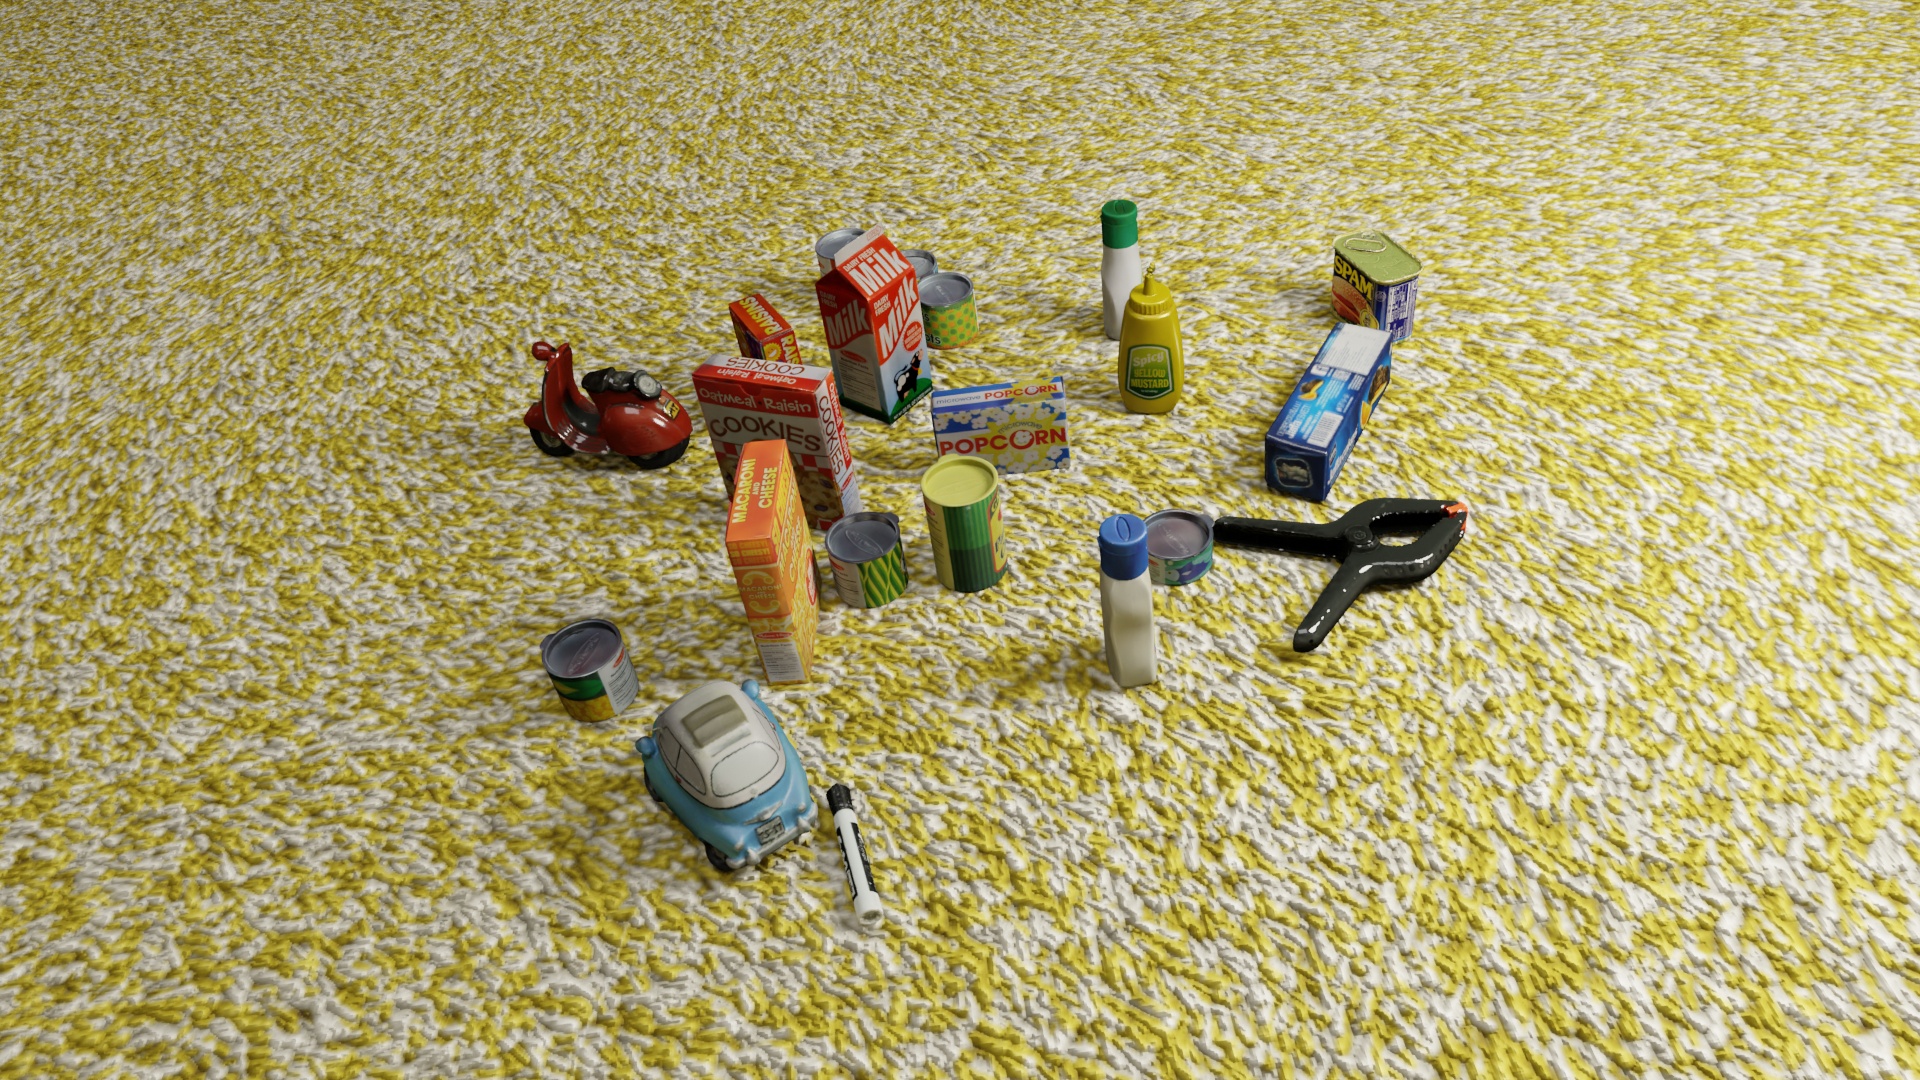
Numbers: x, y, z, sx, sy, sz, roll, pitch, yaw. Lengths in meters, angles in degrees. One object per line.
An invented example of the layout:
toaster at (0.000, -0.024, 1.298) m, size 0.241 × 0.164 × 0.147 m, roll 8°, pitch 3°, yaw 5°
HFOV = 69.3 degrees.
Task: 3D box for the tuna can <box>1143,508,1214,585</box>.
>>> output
tuna can at (0.188, 0.005, 1.206) m, size 0.071 × 0.032 × 0.071 m, roll -5°, pitch 42°, yaw 5°

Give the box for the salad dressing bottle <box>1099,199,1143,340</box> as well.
salad dressing bottle at (0.167, -0.279, 1.438) m, size 0.044 × 0.146 × 0.064 m, roll -7°, pitch 42°, yaw 3°

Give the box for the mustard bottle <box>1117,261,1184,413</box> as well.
mustard bottle at (0.182, -0.196, 1.334) m, size 0.065 × 0.159 × 0.049 m, roll 0°, pitch 43°, yaw 11°

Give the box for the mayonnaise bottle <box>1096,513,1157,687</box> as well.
mayonnaise bottle at (0.130, 0.045, 1.085) m, size 0.041 × 0.147 × 0.065 m, roll -9°, pitch 42°, yaw 1°

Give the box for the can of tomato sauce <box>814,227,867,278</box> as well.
can of tomato sauce at (-0.121, -0.298, 1.558) m, size 0.071 × 0.082 × 0.071 m, roll -5°, pitch 42°, yaw 5°

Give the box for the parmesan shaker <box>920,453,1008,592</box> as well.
parmesan shaker at (0.004, -0.015, 1.208) m, size 0.071 × 0.102 × 0.072 m, roll -5°, pitch 42°, yaw 5°

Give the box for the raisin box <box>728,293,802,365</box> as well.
raisin box at (-0.190, -0.176, 1.404) m, size 0.040 × 0.122 × 0.086 m, roll -25°, pitch 44°, yaw -17°

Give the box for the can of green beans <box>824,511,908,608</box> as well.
can of green beans at (-0.082, 0.017, 1.221) m, size 0.071 × 0.057 × 0.071 m, roll -5°, pitch 42°, yaw 5°

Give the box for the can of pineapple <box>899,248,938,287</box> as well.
can of pineapple at (-0.055, -0.282, 1.547) m, size 0.071 × 0.057 × 0.071 m, roll -5°, pitch 42°, yaw 5°

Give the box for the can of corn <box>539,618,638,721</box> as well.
can of corn at (-0.310, 0.108, 1.159) m, size 0.071 × 0.058 × 0.071 m, roll -5°, pitch 42°, yaw 5°

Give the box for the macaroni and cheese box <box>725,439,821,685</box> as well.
macaroni and cheese box at (-0.153, 0.019, 1.150) m, size 0.040 × 0.165 × 0.124 m, roll -5°, pitch 42°, yaw 5°

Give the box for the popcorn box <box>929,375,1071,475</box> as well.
popcorn box at (0.039, -0.105, 1.315) m, size 0.127 × 0.084 × 0.038 m, roll -7°, pitch 42°, yaw 3°

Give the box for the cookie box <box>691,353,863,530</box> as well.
cookie box at (-0.165, -0.087, 1.268) m, size 0.123 × 0.166 × 0.040 m, roll 9°, pitch 45°, yaw 19°

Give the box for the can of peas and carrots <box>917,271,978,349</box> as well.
can of peas and carrots at (-0.018, -0.247, 1.502) m, size 0.071 × 0.058 × 0.071 m, roll -5°, pitch 42°, yaw 5°

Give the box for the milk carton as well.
milk carton at (-0.087, -0.218, 1.383) m, size 0.073 × 0.189 × 0.073 m, roll 23°, pitch 51°, yaw 31°
